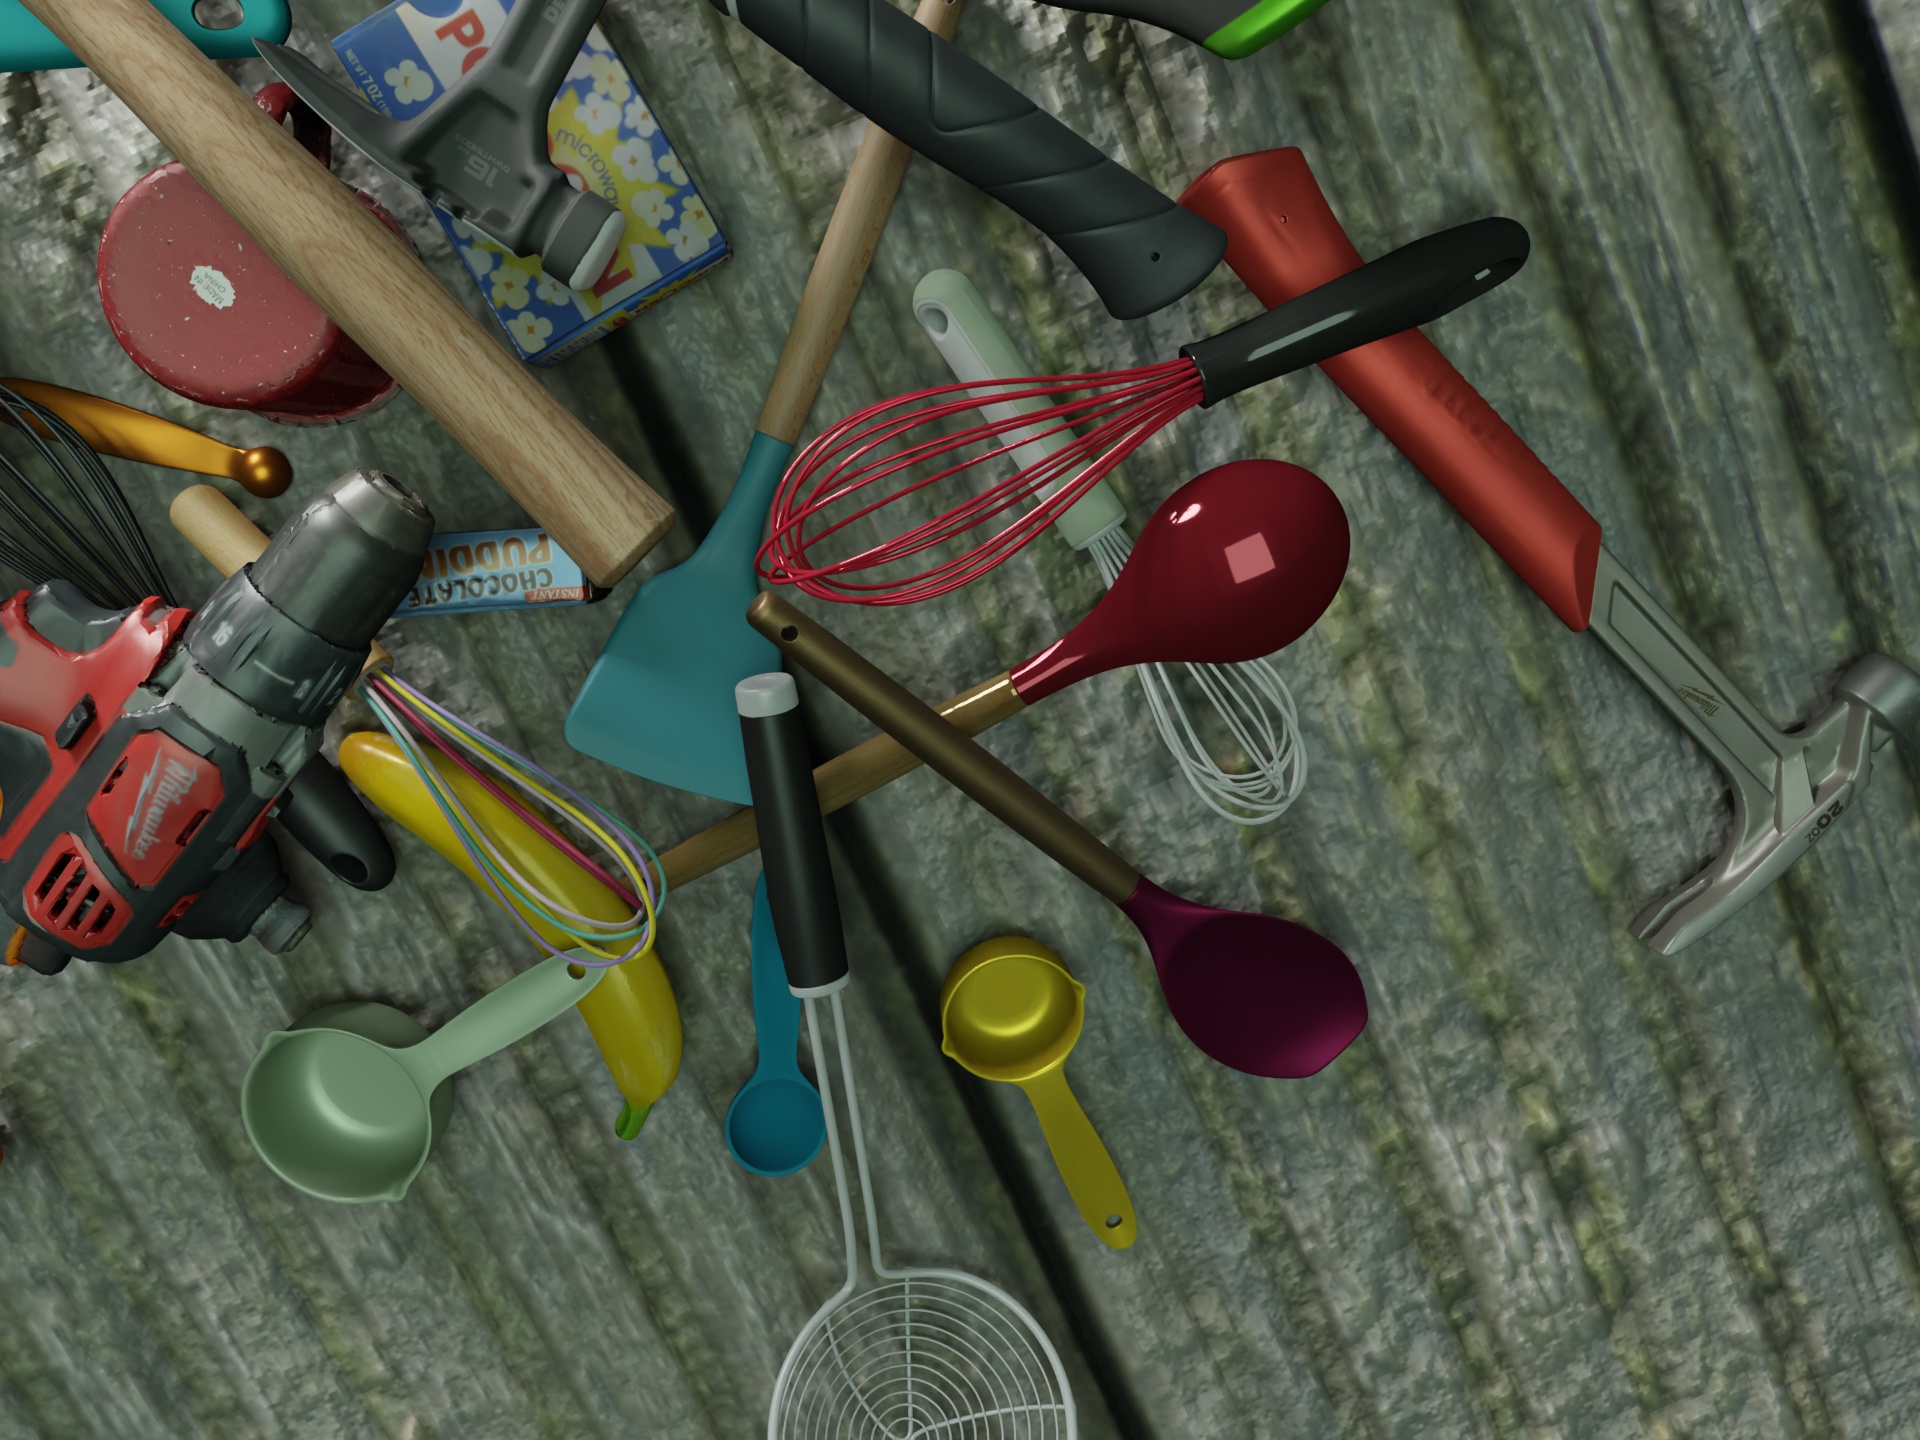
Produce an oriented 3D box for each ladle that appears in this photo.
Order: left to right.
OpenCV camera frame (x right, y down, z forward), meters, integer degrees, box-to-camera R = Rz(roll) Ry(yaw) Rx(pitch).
[{"bbox_3d":[-0.001,-0.002,0.593,0.315,0.031,0.069,-28,97,15],"label":"ladle"}]

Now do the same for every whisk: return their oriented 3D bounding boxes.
[{"bbox_3d":[-0.294,-0.027,0.590,0.055,0.055,0.238,-35,106,3],"label":"whisk"},{"bbox_3d":[-0.197,-0.003,0.578,0.245,0.047,0.051,43,65,7],"label":"whisk"},{"bbox_3d":[0.057,-0.065,0.606,0.059,0.058,0.246,-39,97,-31],"label":"whisk"},{"bbox_3d":[0.064,-0.112,0.556,0.296,0.073,0.073,-23,101,-2],"label":"whisk"}]

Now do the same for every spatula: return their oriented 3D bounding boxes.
[{"bbox_3d":[-0.056,-0.127,0.587,0.082,0.044,0.317,20,97,-18],"label":"spatula"}]

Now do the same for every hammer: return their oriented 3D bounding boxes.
[{"bbox_3d":[-0.216,-0.171,0.492,0.130,0.031,0.331,-45,99,-1],"label":"hammer"},{"bbox_3d":[-0.090,-0.313,0.498,0.127,0.034,0.337,33,104,-8],"label":"hammer"},{"bbox_3d":[-0.083,-0.245,0.478,0.408,0.036,0.149,28,107,-22],"label":"hammer"},{"bbox_3d":[0.212,-0.074,0.617,0.359,0.037,0.149,43,95,-10],"label":"hammer"}]

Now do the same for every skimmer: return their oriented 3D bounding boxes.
[{"bbox_3d":[-0.032,0.163,0.600,0.127,0.090,0.363,-15,109,-22],"label":"skimmer"}]

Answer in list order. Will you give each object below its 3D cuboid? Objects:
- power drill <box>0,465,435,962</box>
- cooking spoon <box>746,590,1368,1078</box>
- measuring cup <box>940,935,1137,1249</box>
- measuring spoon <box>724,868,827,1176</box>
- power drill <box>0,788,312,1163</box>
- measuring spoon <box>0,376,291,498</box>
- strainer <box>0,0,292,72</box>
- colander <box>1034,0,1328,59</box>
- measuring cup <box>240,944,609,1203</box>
[{"bbox_3d":[-0.301,-0.051,0.504,0.226,0.080,0.188,38,96,-15],"label":"power drill"},{"bbox_3d":[0.045,0.049,0.602,0.318,0.017,0.068,38,103,-25],"label":"cooking spoon"},{"bbox_3d":[0.039,0.155,0.658,0.062,0.029,0.156,-24,112,1],"label":"measuring cup"},{"bbox_3d":[-0.076,0.119,0.647,0.042,0.021,0.128,0,91,-15],"label":"measuring spoon"},{"bbox_3d":[-0.363,0.095,0.592,0.164,0.084,0.226,38,92,-10],"label":"power drill"},{"bbox_3d":[-0.309,-0.106,0.592,0.117,0.011,0.021,16,99,-6],"label":"measuring spoon"},{"bbox_3d":[-0.400,-0.224,0.531,0.340,0.095,0.211,-9,110,-13],"label":"strainer"},{"bbox_3d":[0.029,-0.392,0.529,0.204,0.094,0.397,-36,82,20],"label":"colander"},{"bbox_3d":[-0.199,0.124,0.615,0.167,0.038,0.083,-31,101,11],"label":"measuring cup"}]
